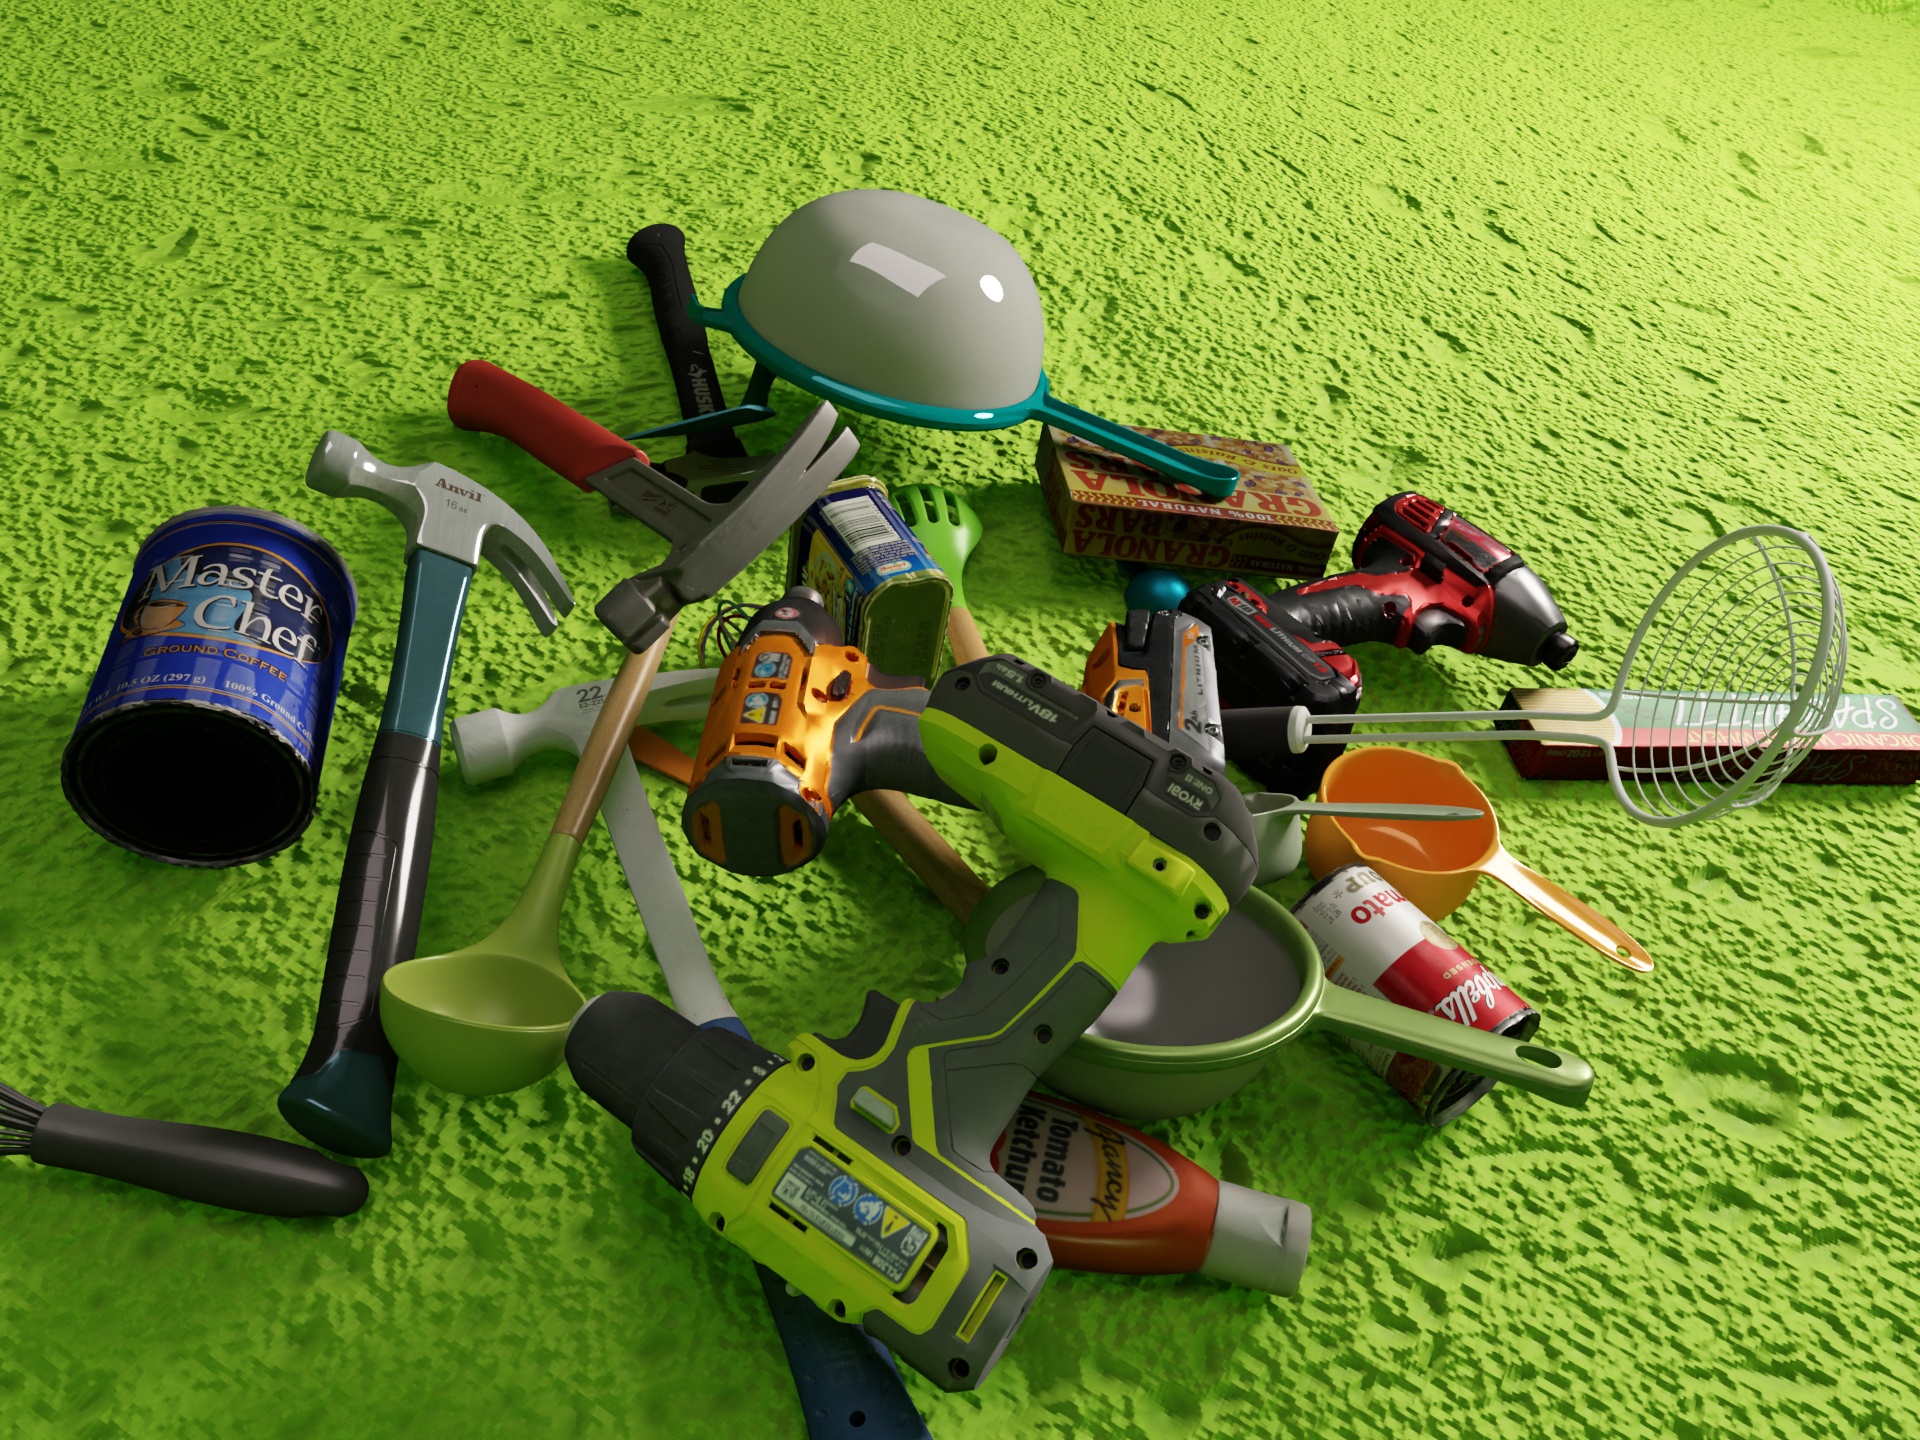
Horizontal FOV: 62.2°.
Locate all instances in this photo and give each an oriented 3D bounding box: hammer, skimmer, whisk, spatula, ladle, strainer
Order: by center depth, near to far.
[{"bbox_3d":[-0.340,0.152,0.593,0.239,0.055,0.055,12,42,-2],"label":"whisk"},{"bbox_3d":[0.124,0.134,0.664,0.256,0.069,0.151,14,28,16],"label":"strainer"},{"bbox_3d":[-0.103,0.120,0.671,0.144,0.035,0.406,-17,49,-17],"label":"hammer"},{"bbox_3d":[-0.242,0.022,0.687,0.128,0.033,0.331,20,50,-31],"label":"hammer"},{"bbox_3d":[-0.165,0.027,0.698,0.078,0.062,0.320,14,44,-2],"label":"ladle"},{"bbox_3d":[0.197,-0.012,0.714,0.363,0.090,0.127,-3,61,38],"label":"skimmer"},{"bbox_3d":[-0.057,0.016,0.798,0.047,0.051,0.245,-20,52,-36],"label":"whisk"},{"bbox_3d":[-0.198,-0.152,0.872,0.149,0.036,0.359,-46,41,-9],"label":"hammer"},{"bbox_3d":[0.022,-0.240,0.959,0.340,0.095,0.211,26,33,11],"label":"strainer"},{"bbox_3d":[-0.120,-0.247,1.019,0.082,0.044,0.318,-10,35,22],"label":"spatula"},{"bbox_3d":[-0.177,-0.246,1.069,0.146,0.035,0.335,-5,44,-15],"label":"hammer"}]

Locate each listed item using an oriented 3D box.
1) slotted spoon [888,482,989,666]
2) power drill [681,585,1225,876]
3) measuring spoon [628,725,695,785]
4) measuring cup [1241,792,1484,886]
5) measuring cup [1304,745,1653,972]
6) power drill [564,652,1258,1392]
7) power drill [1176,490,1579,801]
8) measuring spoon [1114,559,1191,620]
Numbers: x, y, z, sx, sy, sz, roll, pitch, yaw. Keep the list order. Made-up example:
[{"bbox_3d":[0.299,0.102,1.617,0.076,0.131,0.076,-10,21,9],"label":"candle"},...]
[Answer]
[{"bbox_3d":[0.006,-0.041,0.884,0.070,0.031,0.314,-4,45,-15],"label":"slotted spoon"},{"bbox_3d":[-0.001,-0.002,0.723,0.226,0.084,0.164,2,42,1],"label":"power drill"},{"bbox_3d":[-0.154,0.013,0.803,0.117,0.011,0.021,28,45,18],"label":"measuring spoon"},{"bbox_3d":[0.161,0.058,0.736,0.168,0.038,0.083,-3,7,39],"label":"measuring cup"},{"bbox_3d":[0.247,0.083,0.774,0.174,0.052,0.095,36,48,24],"label":"measuring cup"},{"bbox_3d":[-0.016,0.094,0.581,0.191,0.080,0.228,31,75,16],"label":"power drill"},{"bbox_3d":[0.233,-0.047,0.885,0.219,0.078,0.143,-25,52,-29],"label":"power drill"},{"bbox_3d":[0.105,-0.107,0.976,0.042,0.021,0.129,-9,46,-20],"label":"measuring spoon"}]
